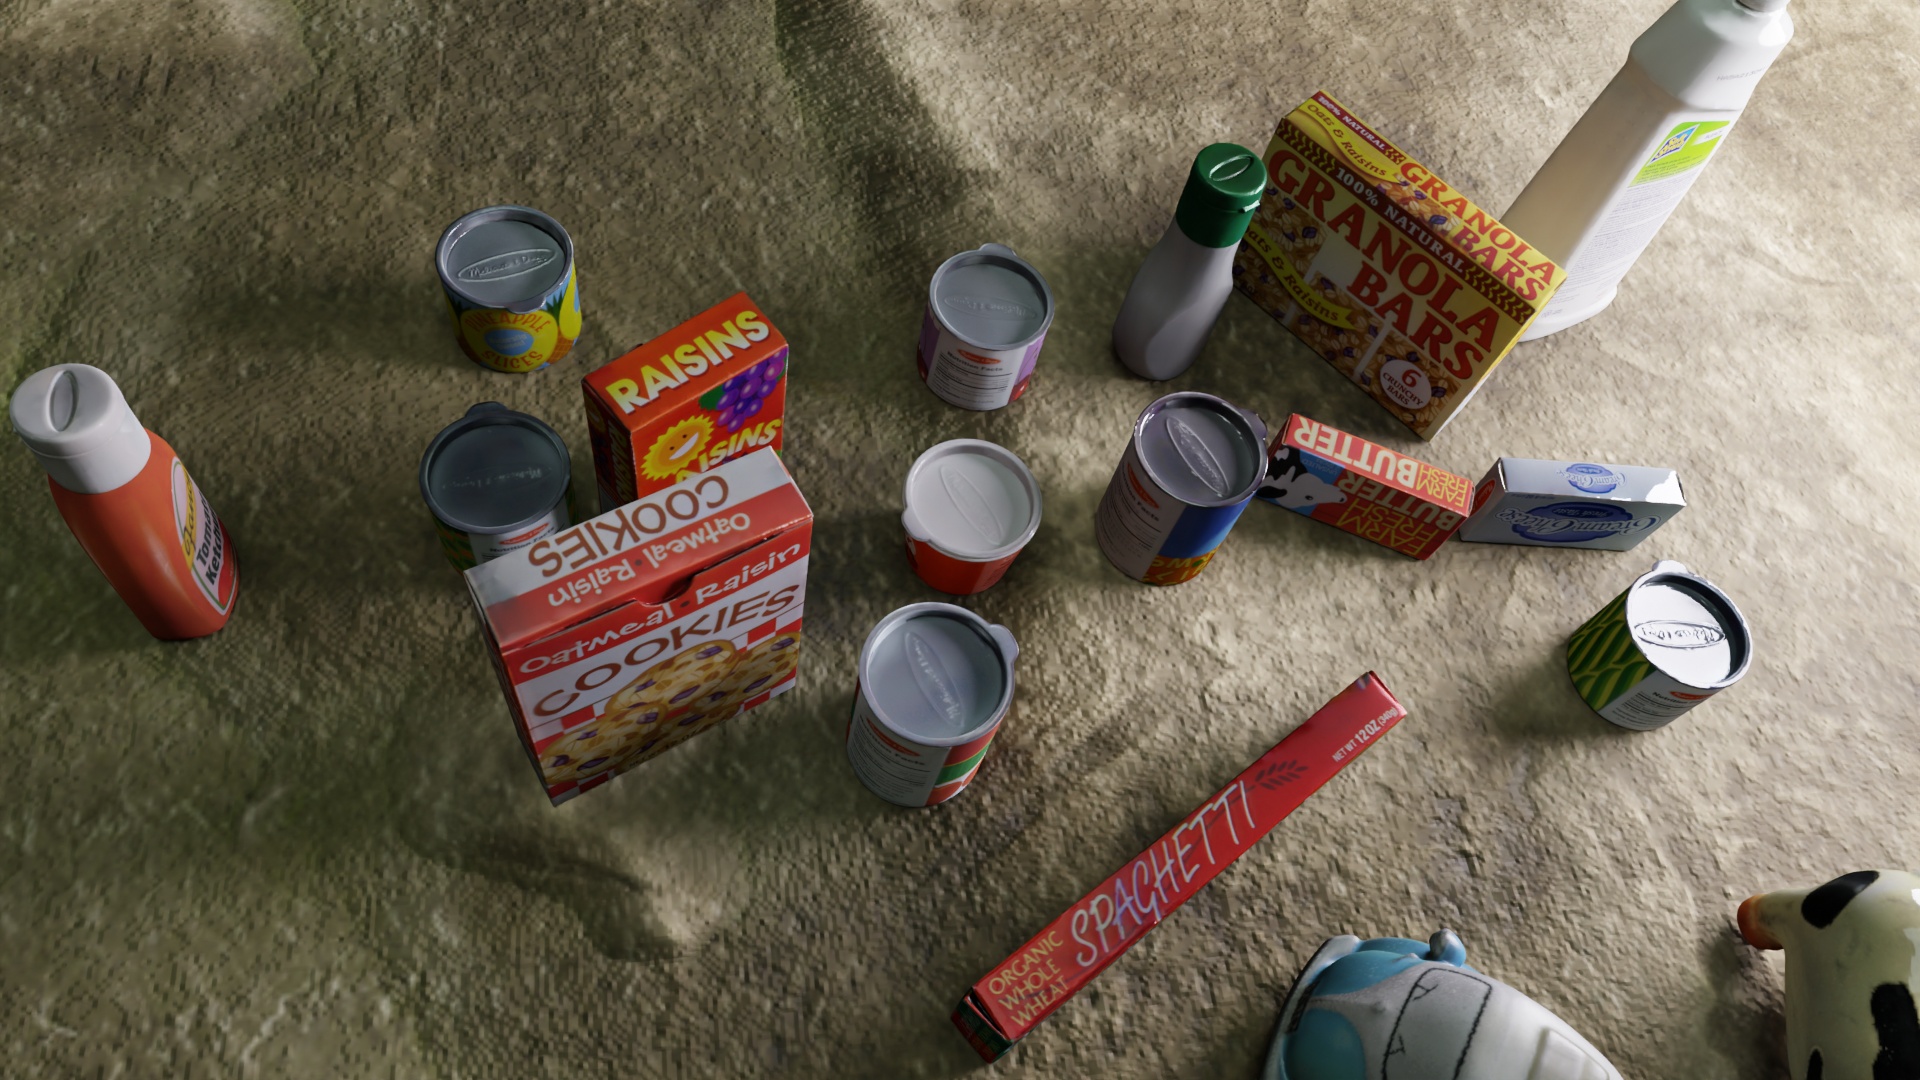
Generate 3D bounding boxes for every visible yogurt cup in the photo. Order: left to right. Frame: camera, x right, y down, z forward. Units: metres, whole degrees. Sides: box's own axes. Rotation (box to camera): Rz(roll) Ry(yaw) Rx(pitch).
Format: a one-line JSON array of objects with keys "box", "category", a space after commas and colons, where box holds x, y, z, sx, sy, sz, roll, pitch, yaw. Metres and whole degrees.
[{"box": [0.002, -0.009, 0.687, 0.072, 0.053, 0.073, 4, 60, -7], "category": "yogurt cup"}]

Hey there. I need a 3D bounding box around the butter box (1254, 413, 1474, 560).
[{"box": [0.211, -0.028, 0.735, 0.103, 0.053, 0.024, 21, 60, 3], "category": "butter box"}]

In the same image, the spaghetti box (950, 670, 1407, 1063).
[{"box": [0.101, 0.142, 0.621, 0.251, 0.050, 0.029, -32, 71, -24], "category": "spaghetti box"}]

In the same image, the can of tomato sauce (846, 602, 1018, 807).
[{"box": [-0.014, 0.074, 0.621, 0.071, 0.082, 0.071, 4, 60, -7], "category": "can of tomato sauce"}]

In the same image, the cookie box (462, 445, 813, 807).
[{"box": [-0.126, 0.041, 0.571, 0.123, 0.166, 0.040, -26, 68, -22], "category": "cookie box"}]

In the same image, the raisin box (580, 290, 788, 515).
[{"box": [-0.126, -0.049, 0.648, 0.086, 0.122, 0.040, -34, 71, -25], "category": "raisin box"}]

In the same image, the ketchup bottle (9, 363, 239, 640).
[{"box": [-0.344, -0.016, 0.576, 0.043, 0.148, 0.065, -8, 63, -14], "category": "ketchup bottle"}]

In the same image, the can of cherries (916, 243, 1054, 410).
[{"box": [0.013, -0.114, 0.747, 0.071, 0.058, 0.072, 4, 60, -7], "category": "can of cherries"}]

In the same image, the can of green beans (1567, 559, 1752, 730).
[{"box": [0.355, 0.056, 0.709, 0.071, 0.057, 0.071, 4, 60, -7], "category": "can of green beans"}]

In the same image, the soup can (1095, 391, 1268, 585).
[{"box": [0.111, -0.025, 0.698, 0.071, 0.083, 0.071, 4, 60, -7], "category": "soup can"}]

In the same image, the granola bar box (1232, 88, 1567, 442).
[{"box": [0.230, -0.149, 0.766, 0.166, 0.123, 0.039, 43, 63, 15], "category": "granola bar box"}]

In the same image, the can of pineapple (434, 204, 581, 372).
[{"box": [-0.230, -0.127, 0.712, 0.071, 0.057, 0.071, 4, 60, -7], "category": "can of pineapple"}]

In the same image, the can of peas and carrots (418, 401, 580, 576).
[{"box": [-0.215, -0.020, 0.653, 0.071, 0.058, 0.071, 4, 60, -7], "category": "can of peas and carrots"}]

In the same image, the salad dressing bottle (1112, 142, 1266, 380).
[{"box": [0.120, -0.144, 0.730, 0.064, 0.147, 0.044, -30, 70, -23], "category": "salad dressing bottle"}]

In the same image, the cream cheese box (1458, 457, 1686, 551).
[{"box": [0.327, -0.019, 0.750, 0.104, 0.053, 0.024, 3, 61, -8], "category": "cream cheese box"}]
